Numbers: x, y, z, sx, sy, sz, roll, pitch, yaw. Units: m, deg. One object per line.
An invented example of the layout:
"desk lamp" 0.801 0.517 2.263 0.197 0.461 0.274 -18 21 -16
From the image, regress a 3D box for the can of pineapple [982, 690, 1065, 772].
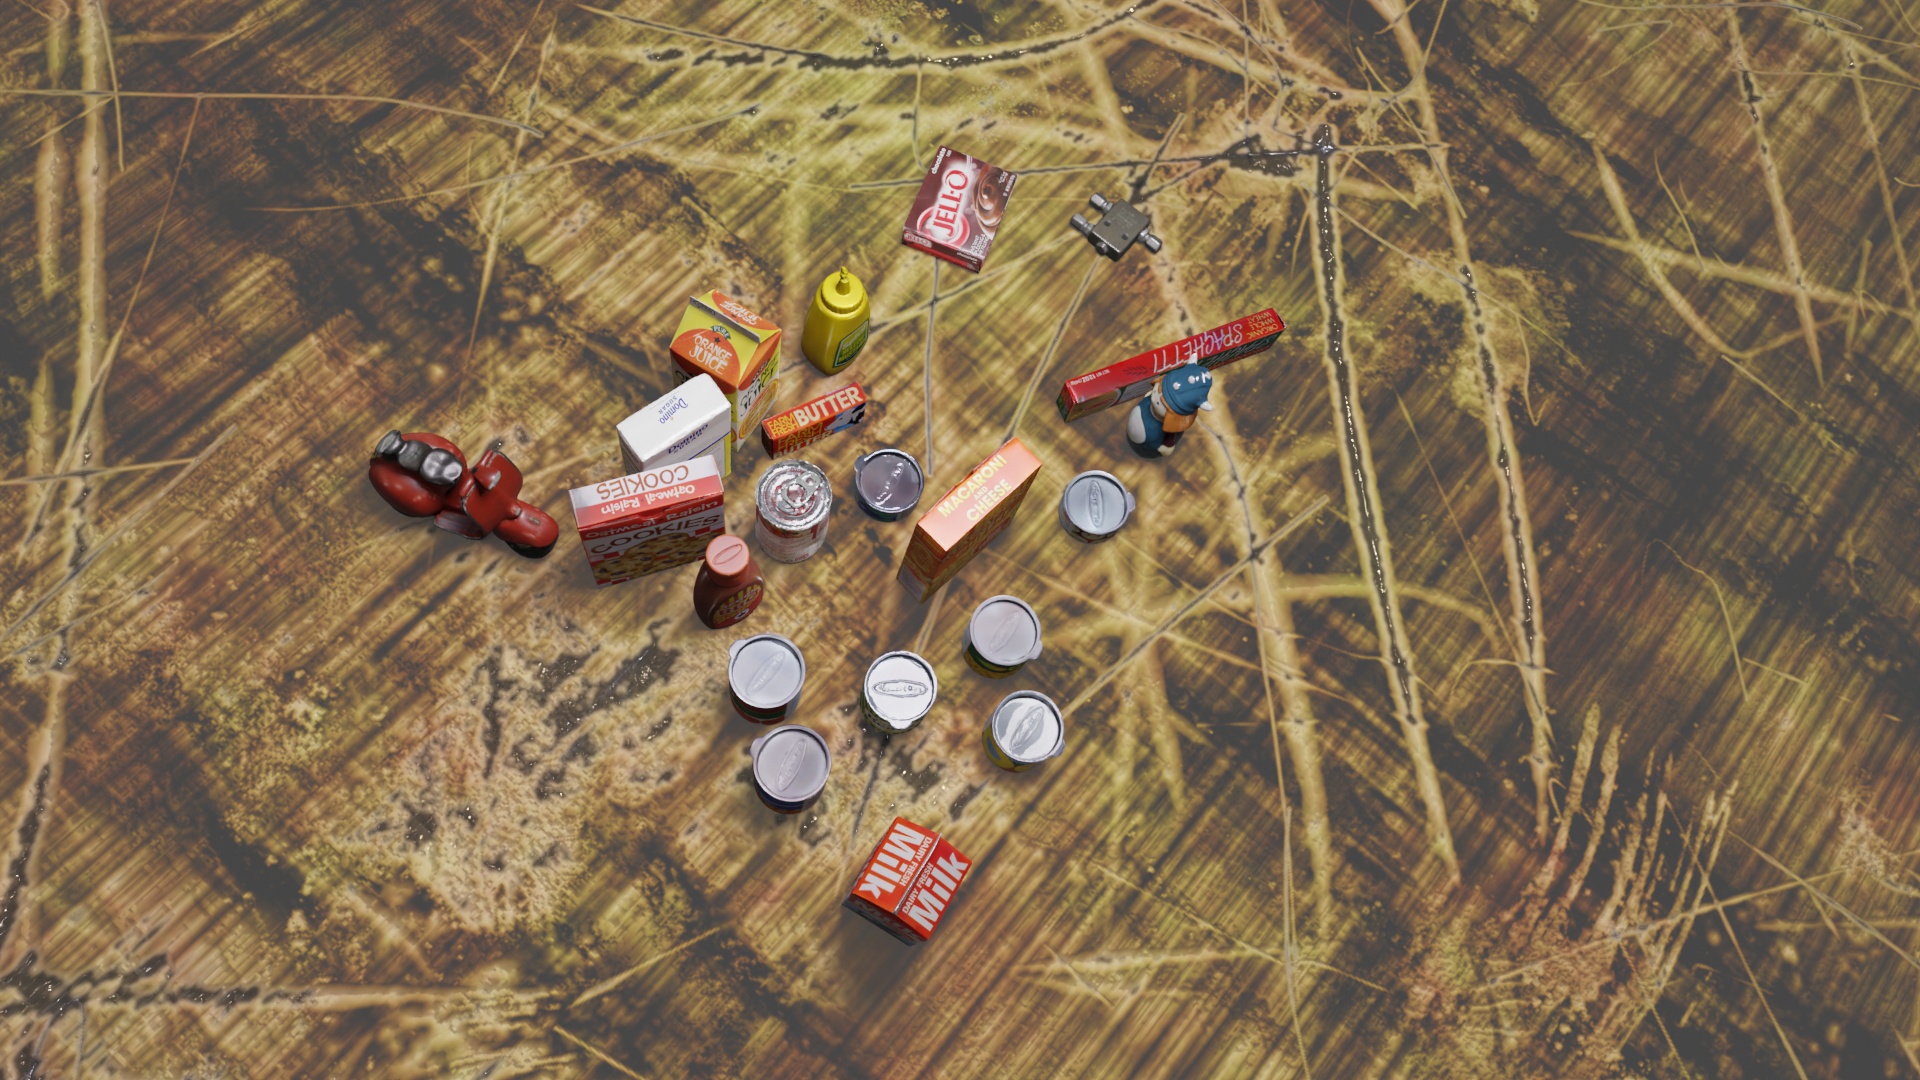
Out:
"can of pineapple" 0.057 0.176 1.265 0.071 0.057 0.071 3 71 -8

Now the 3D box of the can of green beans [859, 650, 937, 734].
"can of green beans" -0.057 0.139 1.260 0.071 0.057 0.071 3 71 -8

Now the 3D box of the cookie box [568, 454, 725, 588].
"cookie box" -0.270 -0.014 1.222 0.123 0.167 0.040 -16 74 -14

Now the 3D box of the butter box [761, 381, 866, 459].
"butter box" -0.141 -0.115 1.339 0.104 0.053 0.024 -25 77 -16

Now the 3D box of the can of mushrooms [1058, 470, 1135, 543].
"can of mushrooms" 0.133 -0.032 1.363 0.071 0.033 0.071 3 70 -8

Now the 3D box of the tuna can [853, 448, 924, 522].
"tuna can" -0.072 -0.054 1.339 0.071 0.032 0.071 3 70 -8

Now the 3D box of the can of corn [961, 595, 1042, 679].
"can of corn" 0.039 0.092 1.291 0.071 0.058 0.071 3 71 -8

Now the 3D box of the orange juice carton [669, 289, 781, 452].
"orange juice carton" -0.214 -0.161 1.269 0.072 0.192 0.073 31 70 3

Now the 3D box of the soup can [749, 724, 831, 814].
"soup can" -0.150 0.199 1.210 0.071 0.083 0.071 3 71 -8

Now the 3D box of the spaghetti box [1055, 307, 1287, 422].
"spaghetti box" 0.216 -0.180 1.420 0.251 0.050 0.029 -21 76 -15

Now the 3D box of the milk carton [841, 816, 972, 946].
"milk carton" -0.045 0.281 1.141 0.073 0.190 0.072 31 69 3

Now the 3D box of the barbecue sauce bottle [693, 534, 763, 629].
"barbecue sauce bottle" -0.205 0.034 1.225 0.065 0.148 0.044 -32 79 -17

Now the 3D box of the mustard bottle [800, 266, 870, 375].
"mustard bottle" -0.116 -0.214 1.321 0.049 0.159 0.065 44 71 7

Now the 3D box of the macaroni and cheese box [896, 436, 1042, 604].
"macaroni and cheese box" 0.005 -0.016 1.267 0.040 0.166 0.124 45 71 8

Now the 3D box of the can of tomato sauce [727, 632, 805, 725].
"can of tomato sauce" -0.174 0.124 1.234 0.071 0.082 0.071 3 71 -8
